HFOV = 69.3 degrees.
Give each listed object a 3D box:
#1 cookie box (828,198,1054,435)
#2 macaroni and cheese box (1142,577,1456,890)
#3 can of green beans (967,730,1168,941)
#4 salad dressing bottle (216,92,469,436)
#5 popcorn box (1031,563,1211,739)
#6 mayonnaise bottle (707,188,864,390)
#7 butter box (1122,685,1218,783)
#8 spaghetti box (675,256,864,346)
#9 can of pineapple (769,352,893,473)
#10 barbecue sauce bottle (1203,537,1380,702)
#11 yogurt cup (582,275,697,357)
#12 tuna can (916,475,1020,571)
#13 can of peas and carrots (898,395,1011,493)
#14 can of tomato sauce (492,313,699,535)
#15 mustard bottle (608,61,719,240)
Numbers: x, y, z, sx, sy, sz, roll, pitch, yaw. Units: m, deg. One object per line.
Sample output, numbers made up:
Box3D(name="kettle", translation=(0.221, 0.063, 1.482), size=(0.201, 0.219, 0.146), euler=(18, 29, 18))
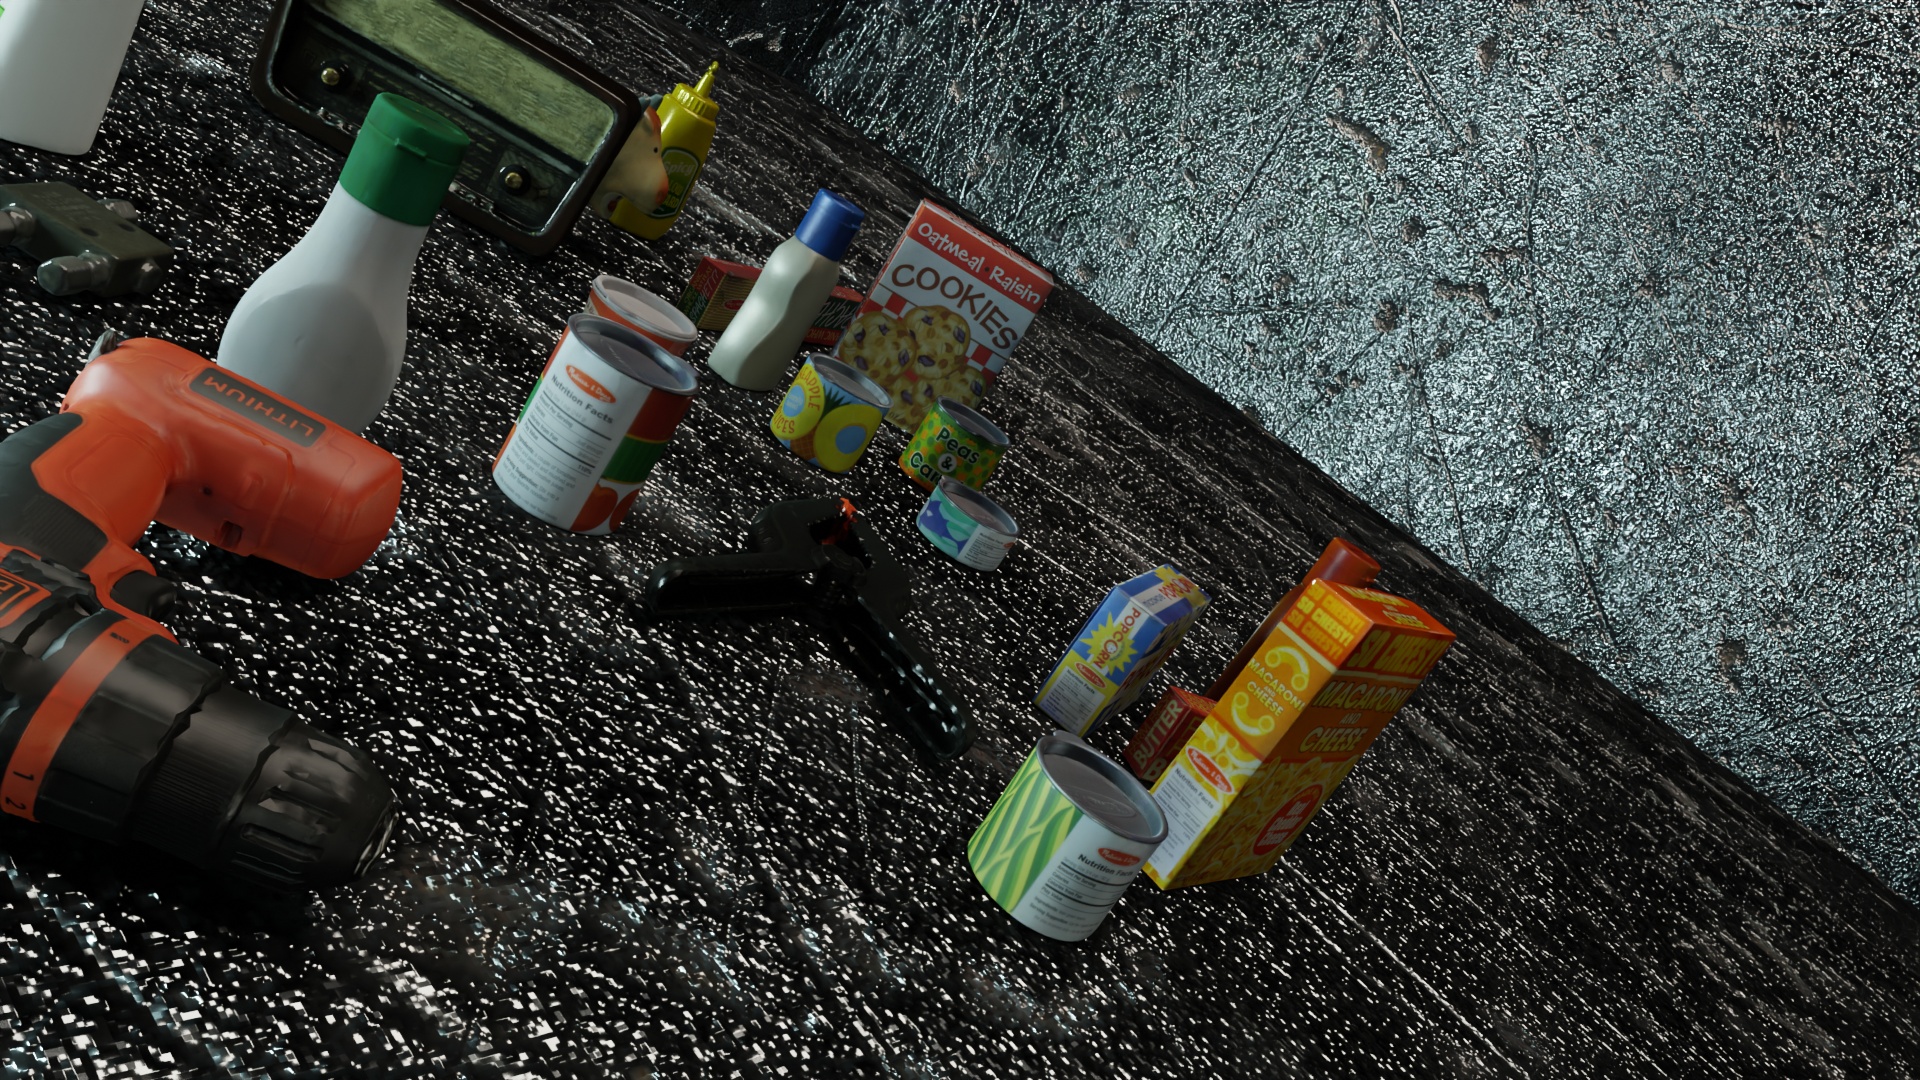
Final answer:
Box3D(name="cookie box", translation=(-0.020, -0.173, 1.125), size=(0.123, 0.167, 0.040), euler=(29, 16, -14))
Box3D(name="macaroni and cheese box", translation=(0.166, 0.098, 0.702), size=(0.040, 0.166, 0.124), euler=(44, 19, 32))
Box3D(name="can of green beans", translation=(0.045, 0.126, 0.589), size=(0.071, 0.057, 0.071), euler=(30, 16, -10))
Box3D(name="salad dressing bottle", translation=(-0.241, -0.102, 0.547), size=(0.064, 0.147, 0.044), euler=(25, 18, -26))
Box3D(name="popcorn box", translation=(0.098, 0.063, 0.820), size=(0.038, 0.085, 0.127), euler=(38, 17, 15))
Box3D(name="mayonnaise bottle", translation=(-0.120, -0.176, 0.984), size=(0.041, 0.147, 0.065), euler=(38, 17, 16))
Box3D(name="butter box", translation=(0.147, 0.122, 0.800), size=(0.103, 0.053, 0.024), euler=(23, 19, -32))
Box3D(name="spaghetti box", translation=(-0.147, -0.195, 1.159), size=(0.029, 0.050, 0.250), euler=(38, 17, 16))
Box3D(name="can of pineapple", translation=(-0.090, -0.087, 0.946), size=(0.071, 0.057, 0.071), euler=(30, 16, -10))
Box3D(name="barbecue sauce bottle", translation=(0.221, 0.067, 0.925), size=(0.065, 0.148, 0.044), euler=(13, 25, -51))
Box3D(name="yogurt cup", translation=(-0.201, -0.120, 0.839), size=(0.072, 0.053, 0.072), euler=(30, 16, -10))
Box3D(name="tuna can", translation=(0.003, -0.012, 0.950), size=(0.071, 0.032, 0.071), euler=(30, 16, -10))
Box3D(name="can of peas and carrots", translation=(-0.005, -0.066, 1.043), size=(0.071, 0.058, 0.071), euler=(30, 16, -10))
Box3D(name="can of tomato sauce", translation=(-0.171, -0.054, 0.655), size=(0.071, 0.083, 0.071), euler=(30, 16, -10))
Box3D(name="mustard bottle", translation=(-0.246, -0.335, 1.180), size=(0.049, 0.159, 0.065), euler=(44, 19, 33))
